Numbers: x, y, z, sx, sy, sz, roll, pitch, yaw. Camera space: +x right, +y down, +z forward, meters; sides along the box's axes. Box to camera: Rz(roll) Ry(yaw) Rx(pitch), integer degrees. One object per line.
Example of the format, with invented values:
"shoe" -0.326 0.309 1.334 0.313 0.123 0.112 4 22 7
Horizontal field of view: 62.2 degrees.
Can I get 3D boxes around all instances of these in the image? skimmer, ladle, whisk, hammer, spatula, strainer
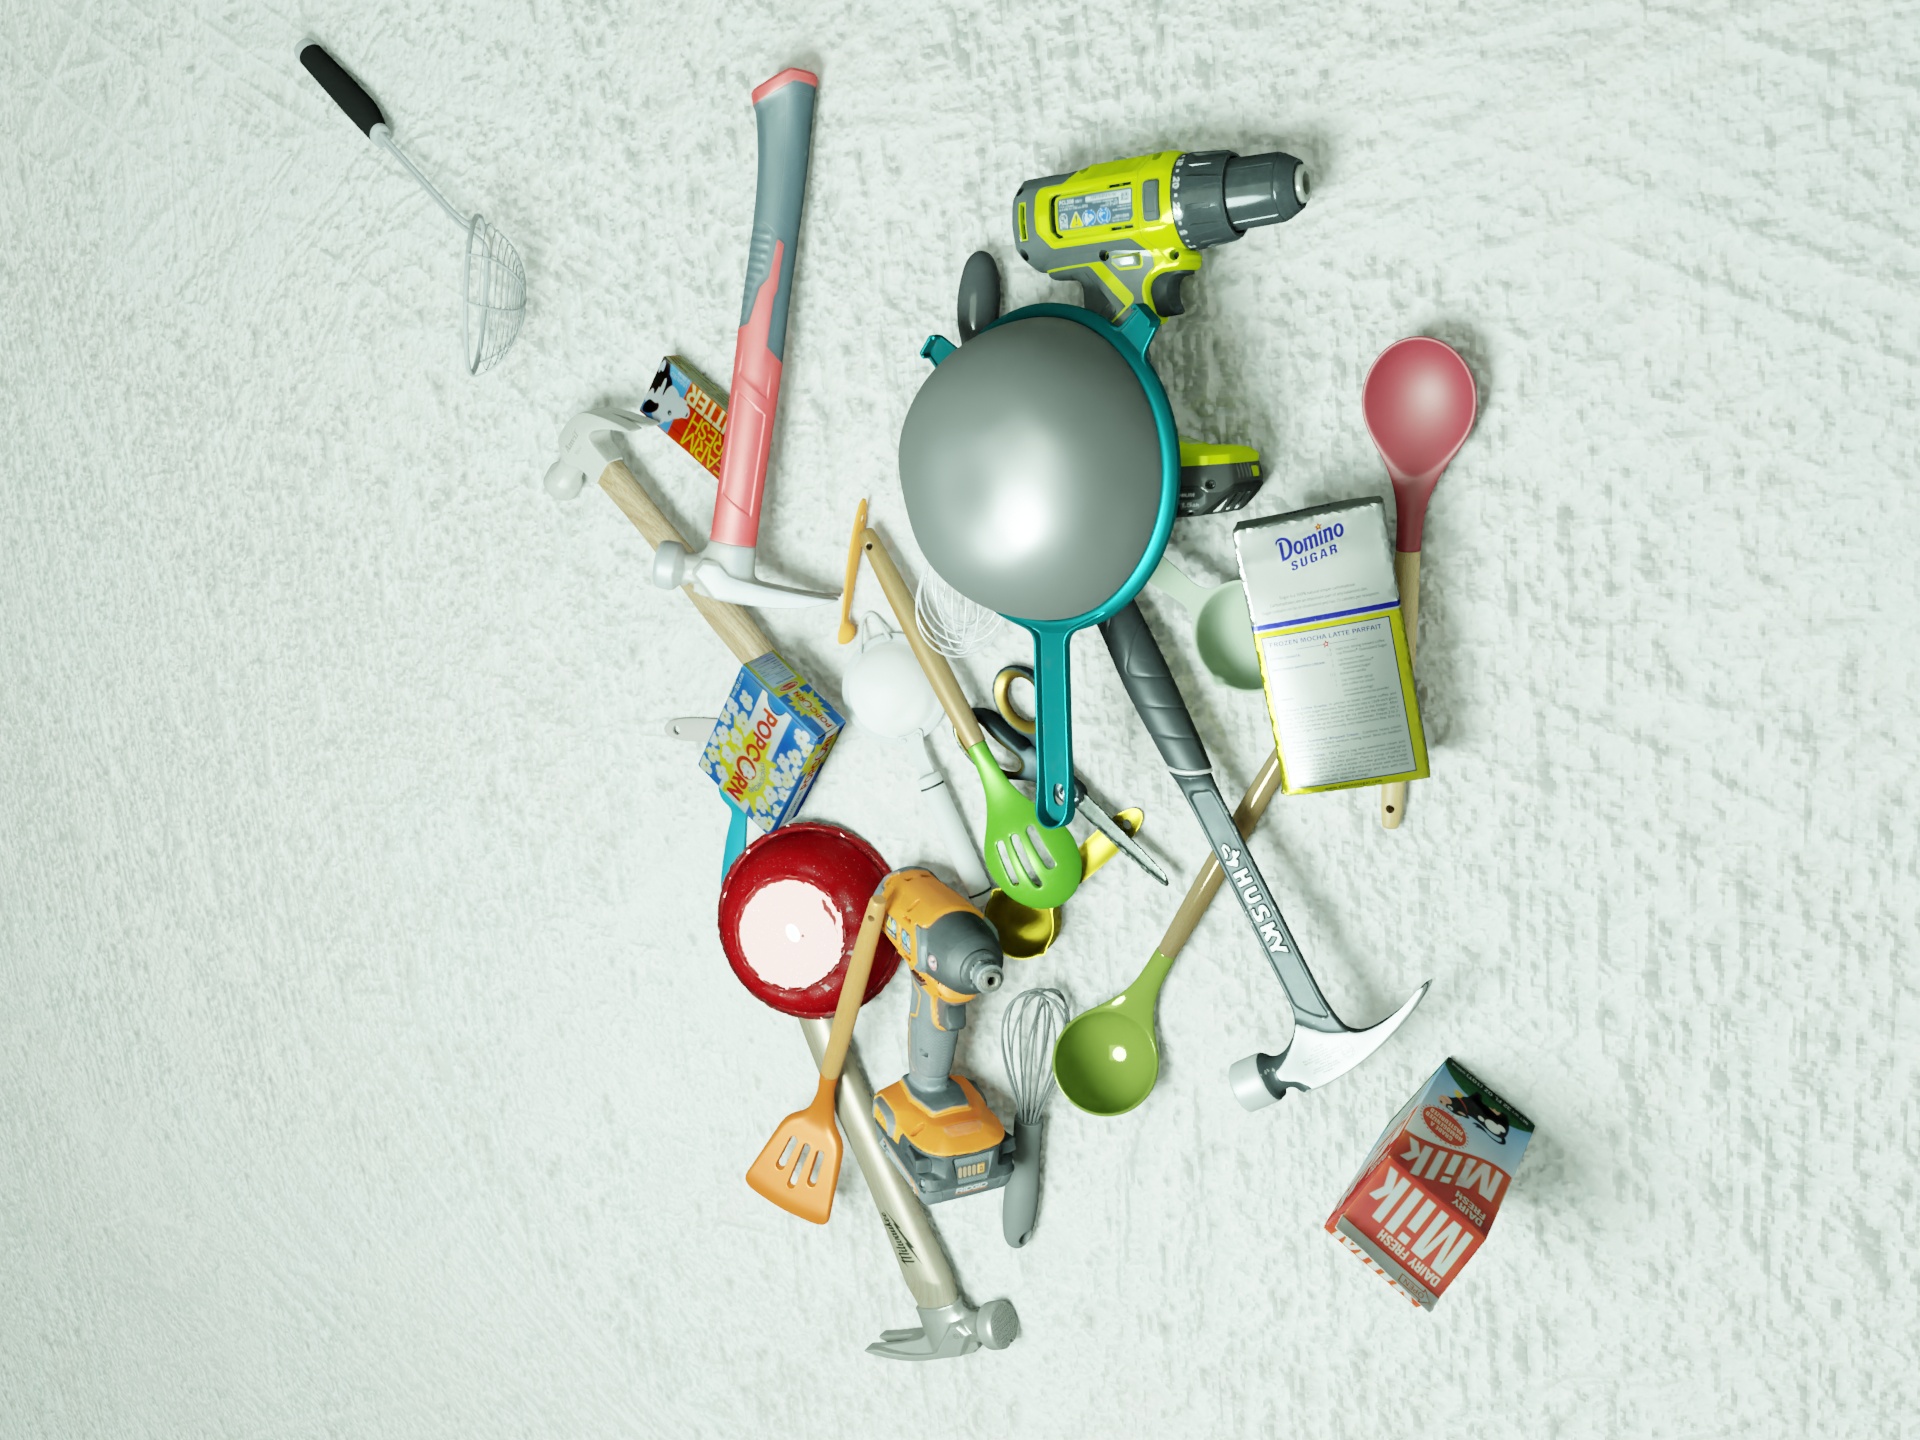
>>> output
"skimmer" -0.475 -0.440 1.325 0.363 0.090 0.127 48 153 14
"ladle" 0.156 0.148 1.119 0.078 0.062 0.320 28 113 4
"whisk" 0.051 0.310 1.229 0.055 0.055 0.238 15 114 27
"hammer" -0.133 -0.276 1.179 0.143 0.038 0.386 10 103 -1
"spatula" -0.102 0.267 1.256 0.081 0.041 0.322 25 123 14
"strainer" -0.026 0.039 1.210 0.087 0.050 0.258 -23 94 19
"ladle" 0.281 -0.081 1.000 0.069 0.031 0.315 8 108 27
"strainer" 0.031 -0.093 1.011 0.211 0.095 0.340 5 100 43
"hammer" -0.212 -0.116 1.276 0.331 0.031 0.130 50 135 7
"whisk" 0.005 -0.185 1.124 0.070 0.070 0.284 9 103 29
"hammer" 0.167 0.048 1.070 0.149 0.036 0.409 -30 79 25
"hammer" -0.089 0.338 1.327 0.146 0.038 0.410 -22 90 35

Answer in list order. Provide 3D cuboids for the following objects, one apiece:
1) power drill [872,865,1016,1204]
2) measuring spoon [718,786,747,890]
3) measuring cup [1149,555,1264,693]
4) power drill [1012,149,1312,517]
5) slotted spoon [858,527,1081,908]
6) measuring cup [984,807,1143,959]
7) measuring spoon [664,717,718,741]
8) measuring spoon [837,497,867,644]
"power drill" -0.010 0.239 1.191 0.164 0.084 0.226 -151 57 -63
"measuring spoon" -0.193 0.097 1.333 0.042 0.021 0.128 19 110 26
"measuring cup" 0.162 -0.085 1.065 0.168 0.038 0.083 40 119 19
"power drill" 0.132 -0.246 1.018 0.190 0.080 0.228 2 101 32
"slotted spoon" -0.002 -0.004 1.169 0.070 0.031 0.314 -30 81 20
"measuring cup" 0.082 0.117 1.178 0.156 0.029 0.062 -45 75 19
"measuring spoon" -0.202 0.010 1.319 0.124 0.018 0.034 1 103 32
"measuring spoon" -0.079 -0.112 1.213 0.011 0.021 0.117 15 111 13
